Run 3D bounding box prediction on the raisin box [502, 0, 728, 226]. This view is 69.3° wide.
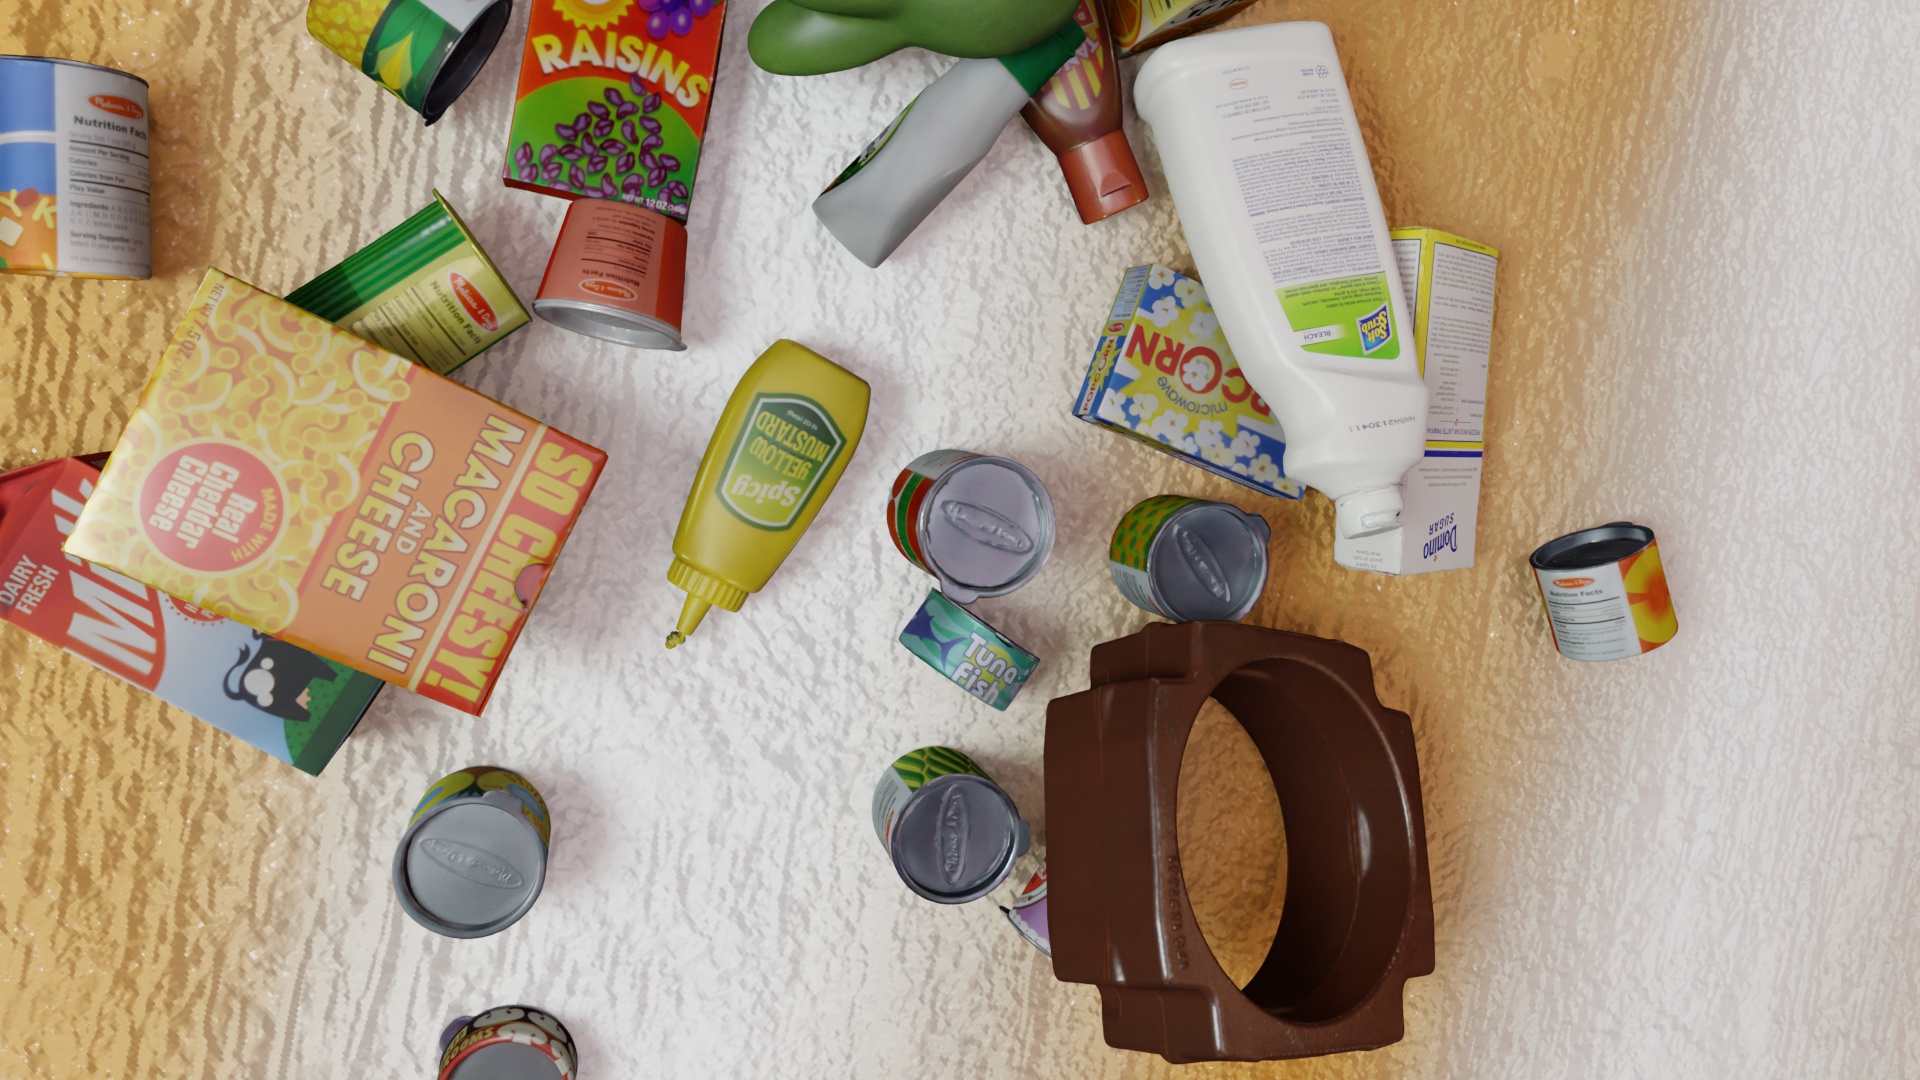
[{"bbox_3d":[-0.157,-0.216,0.643,0.086,0.040,0.123,10,94,-15],"label":"raisin box"}]

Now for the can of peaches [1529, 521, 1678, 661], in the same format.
[{"bbox_3d":[0.365,0.029,0.785,0.071,0.071,0.058,-22,101,-11],"label":"can of peaches"}]

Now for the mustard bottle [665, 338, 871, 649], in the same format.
[{"bbox_3d":[-0.101,-0.017,0.671,0.065,0.049,0.160,27,89,-14],"label":"mustard bottle"}]

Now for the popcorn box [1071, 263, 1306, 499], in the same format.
[{"bbox_3d":[0.134,-0.082,0.729,0.127,0.038,0.085,21,90,-15],"label":"popcorn box"}]

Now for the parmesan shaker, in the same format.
[{"bbox_3d":[-0.254,-0.099,0.615,0.103,0.071,0.071,-35,103,-8],"label":"parmesan shaker"}]

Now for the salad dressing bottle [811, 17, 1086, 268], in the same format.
[{"bbox_3d":[-0.005,-0.196,0.657,0.147,0.064,0.044,-44,99,11],"label":"salad dressing bottle"}]

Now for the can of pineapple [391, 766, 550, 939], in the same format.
[{"bbox_3d":[-0.226,0.143,0.651,0.071,0.058,0.071,-2,96,-14],"label":"can of pineapple"}]

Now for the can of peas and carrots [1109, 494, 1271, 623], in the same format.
[{"bbox_3d":[0.120,0.008,0.724,0.071,0.059,0.071,-1,96,-15],"label":"can of peas and carrots"}]

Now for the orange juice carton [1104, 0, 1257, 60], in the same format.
[{"bbox_3d":[0.116,-0.282,0.625,0.072,0.193,0.073,-22,100,-10],"label":"orange juice carton"}]

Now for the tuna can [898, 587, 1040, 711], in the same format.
[{"bbox_3d":[0.005,0.055,0.694,0.071,0.071,0.033,35,88,-15],"label":"tuna can"}]

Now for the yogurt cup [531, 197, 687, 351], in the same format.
[{"bbox_3d":[-0.158,-0.123,0.640,0.072,0.072,0.054,12,85,-15],"label":"yogurt cup"}]

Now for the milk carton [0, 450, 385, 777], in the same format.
[{"bbox_3d":[-0.341,0.019,0.602,0.190,0.072,0.073,33,87,-15],"label":"milk carton"}]

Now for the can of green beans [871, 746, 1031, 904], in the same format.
[{"bbox_3d":[-0.008,0.143,0.706,0.071,0.058,0.071,-1,96,-14],"label":"can of green beans"}]

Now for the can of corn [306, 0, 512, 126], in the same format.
[{"bbox_3d":[-0.241,-0.227,0.608,0.058,0.071,0.071,36,87,-14],"label":"can of corn"}]

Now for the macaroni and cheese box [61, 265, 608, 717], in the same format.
[{"bbox_3d":[-0.248,-0.017,0.567,0.166,0.040,0.124,26,86,-16],"label":"macaroni and cheese box"}]

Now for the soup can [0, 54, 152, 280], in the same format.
[{"bbox_3d":[-0.379,-0.153,0.580,0.071,0.071,0.083,1,96,-14],"label":"soup can"}]

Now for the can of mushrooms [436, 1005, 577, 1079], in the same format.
[{"bbox_3d":[-0.223,0.264,0.677,0.071,0.033,0.071,-2,97,-14],"label":"can of mushrooms"}]

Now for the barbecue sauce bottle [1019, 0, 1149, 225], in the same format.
[{"bbox_3d":[0.050,-0.233,0.690,0.065,0.044,0.148,-24,101,-1],"label":"barbecue sauce bottle"}]

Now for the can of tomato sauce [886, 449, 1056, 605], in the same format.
[{"bbox_3d":[0.002,-0.009,0.680,0.071,0.083,0.071,-2,96,-14],"label":"can of tomato sauce"}]

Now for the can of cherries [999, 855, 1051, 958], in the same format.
[{"bbox_3d":[0.065,0.189,0.726,0.071,0.071,0.058,34,87,-15],"label":"can of cherries"}]
